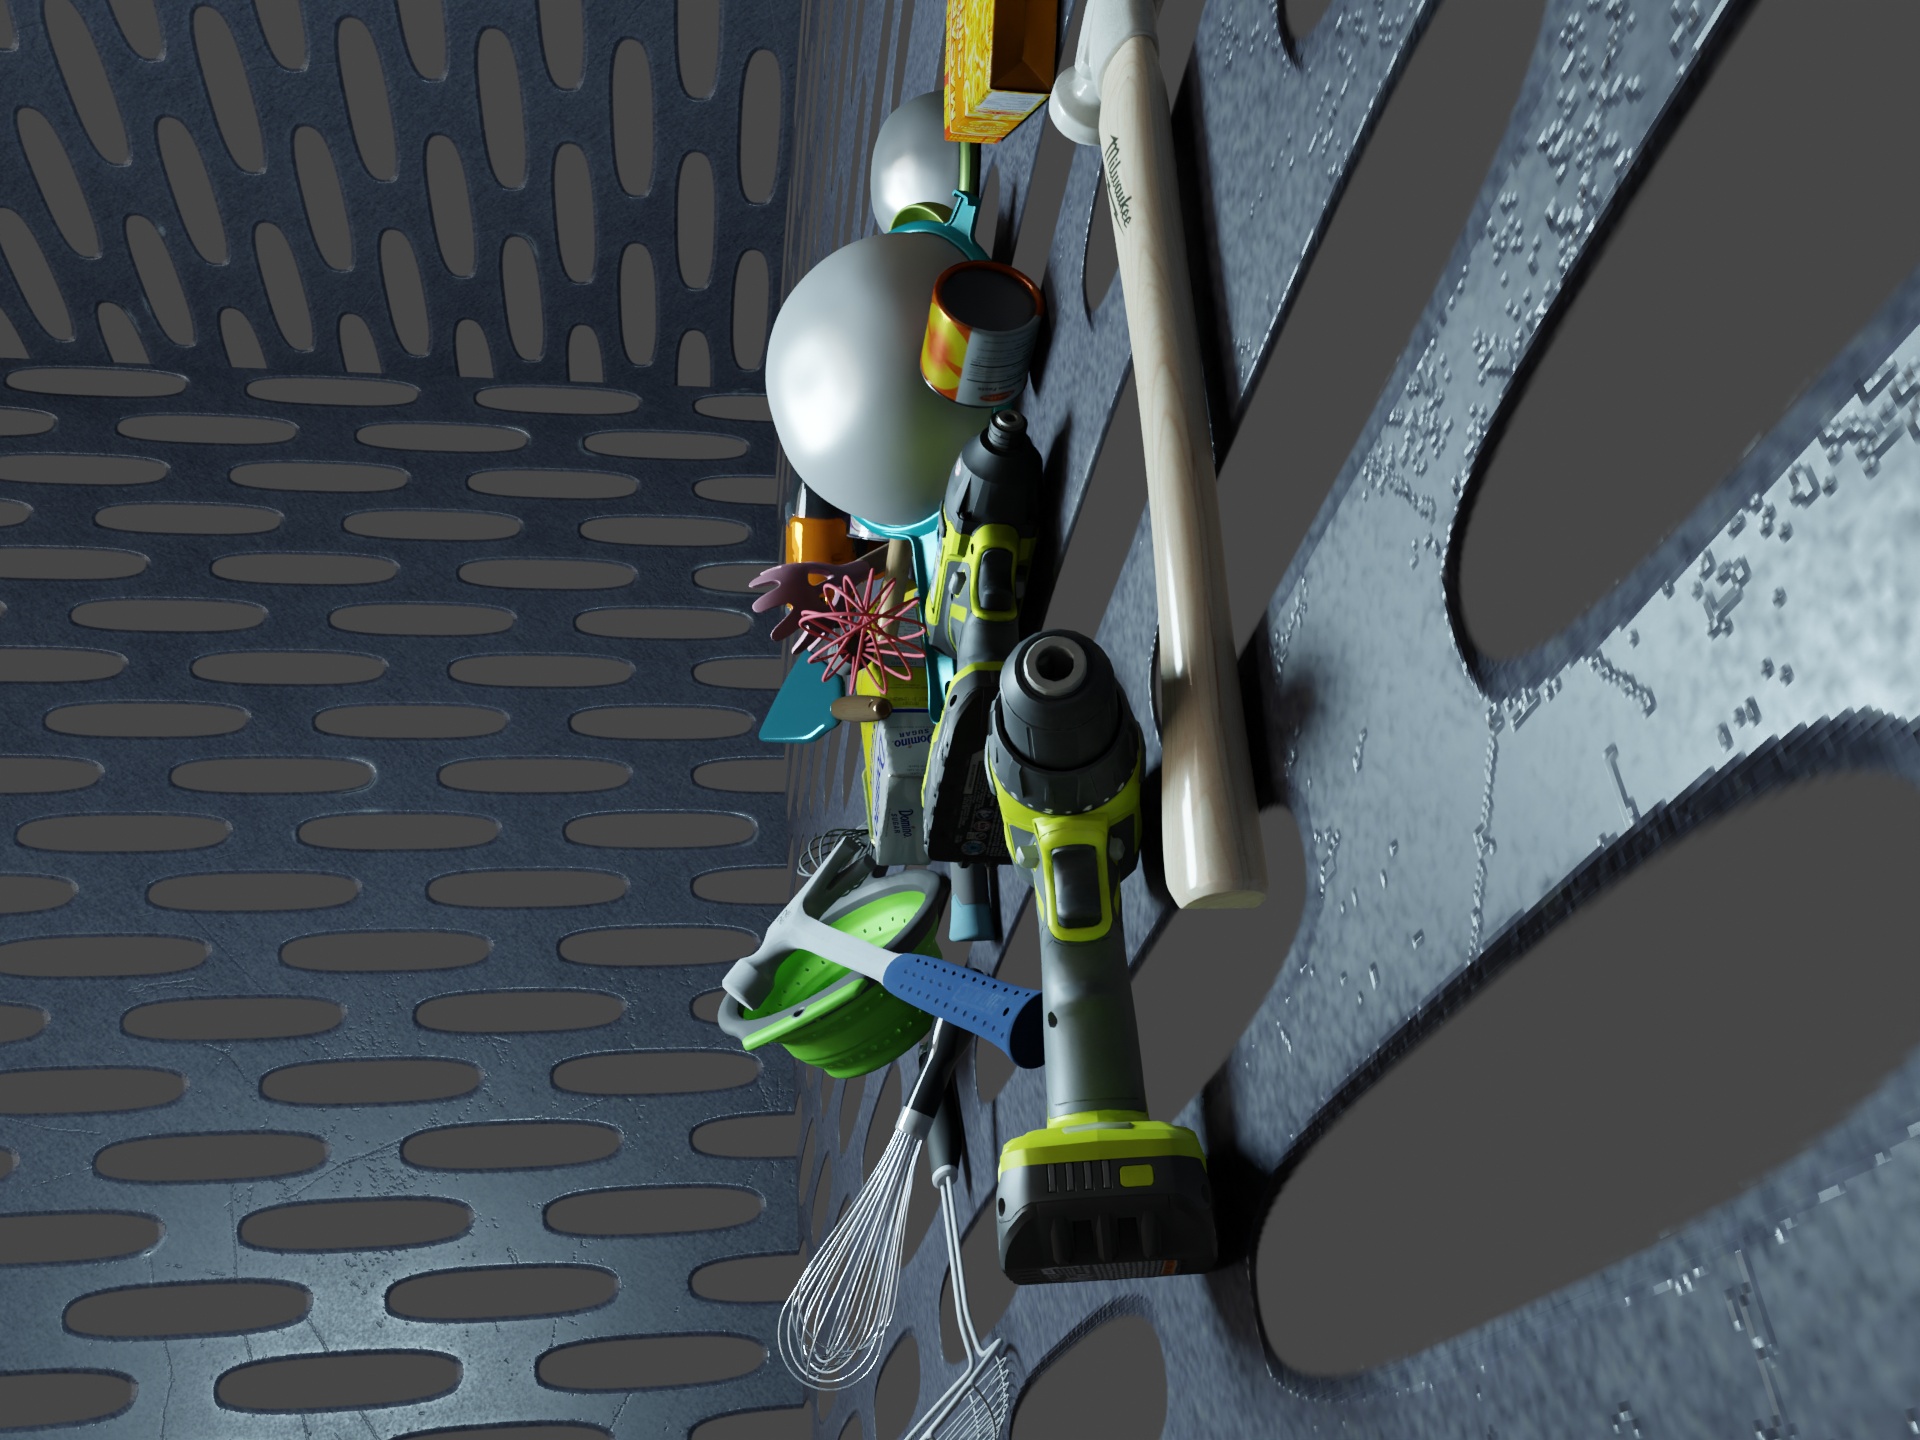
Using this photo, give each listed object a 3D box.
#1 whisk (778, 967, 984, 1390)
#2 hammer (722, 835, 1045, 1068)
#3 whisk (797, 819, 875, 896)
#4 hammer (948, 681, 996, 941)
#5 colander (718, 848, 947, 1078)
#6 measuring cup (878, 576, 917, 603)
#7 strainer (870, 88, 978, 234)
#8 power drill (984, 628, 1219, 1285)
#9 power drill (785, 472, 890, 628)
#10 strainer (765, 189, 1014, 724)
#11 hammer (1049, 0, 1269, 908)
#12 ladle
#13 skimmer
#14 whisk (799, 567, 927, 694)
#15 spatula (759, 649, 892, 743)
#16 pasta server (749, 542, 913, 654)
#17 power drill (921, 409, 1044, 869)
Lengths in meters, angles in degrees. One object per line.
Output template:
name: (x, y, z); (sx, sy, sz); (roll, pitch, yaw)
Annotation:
whisk: (-0.044, 0.295, 1.044); (0.070, 0.070, 0.285); (130, 163, -75)
hammer: (-0.042, 0.155, 1.025); (0.144, 0.035, 0.405); (-52, 21, -16)
whisk: (-0.081, 0.100, 1.332); (0.239, 0.055, 0.055); (-38, -48, -72)
hammer: (-0.002, -0.004, 1.111); (0.128, 0.033, 0.331); (110, 158, -65)
colander: (-0.071, 0.186, 1.319); (0.094, 0.204, 0.397); (58, -165, -12)
measuring cup: (-0.034, -0.099, 1.352); (0.156, 0.029, 0.062); (178, 91, -68)
strainer: (-0.026, -0.441, 1.158); (0.256, 0.069, 0.152); (99, 167, -46)
power drill: (0.047, 0.091, 0.611); (0.190, 0.080, 0.229); (75, -170, -66)
power drill: (-0.113, -0.187, 1.469); (0.226, 0.084, 0.164); (-70, -17, -72)
strainer: (-0.057, -0.164, 1.034); (0.211, 0.095, 0.340); (-18, 76, 48)
hammer: (0.084, -0.133, 0.617); (0.146, 0.038, 0.411); (118, 150, -67)
ladle: (-0.038, -0.206, 1.116); (0.078, 0.062, 0.320); (1, 81, 53)
skimmer: (-0.029, 0.354, 1.083); (0.127, 0.090, 0.364); (-55, 25, 29)
whisk: (-0.062, -0.047, 0.972); (0.296, 0.073, 0.073); (171, 99, -84)
spatula: (-0.092, -0.012, 1.137); (0.082, 0.044, 0.317); (-62, 12, -6)
pasta server: (-0.070, -0.109, 1.151); (0.060, 0.040, 0.316); (58, -160, -5)
power drill: (0.019, -0.046, 0.873); (0.171, 0.080, 0.223); (101, 168, -48)
